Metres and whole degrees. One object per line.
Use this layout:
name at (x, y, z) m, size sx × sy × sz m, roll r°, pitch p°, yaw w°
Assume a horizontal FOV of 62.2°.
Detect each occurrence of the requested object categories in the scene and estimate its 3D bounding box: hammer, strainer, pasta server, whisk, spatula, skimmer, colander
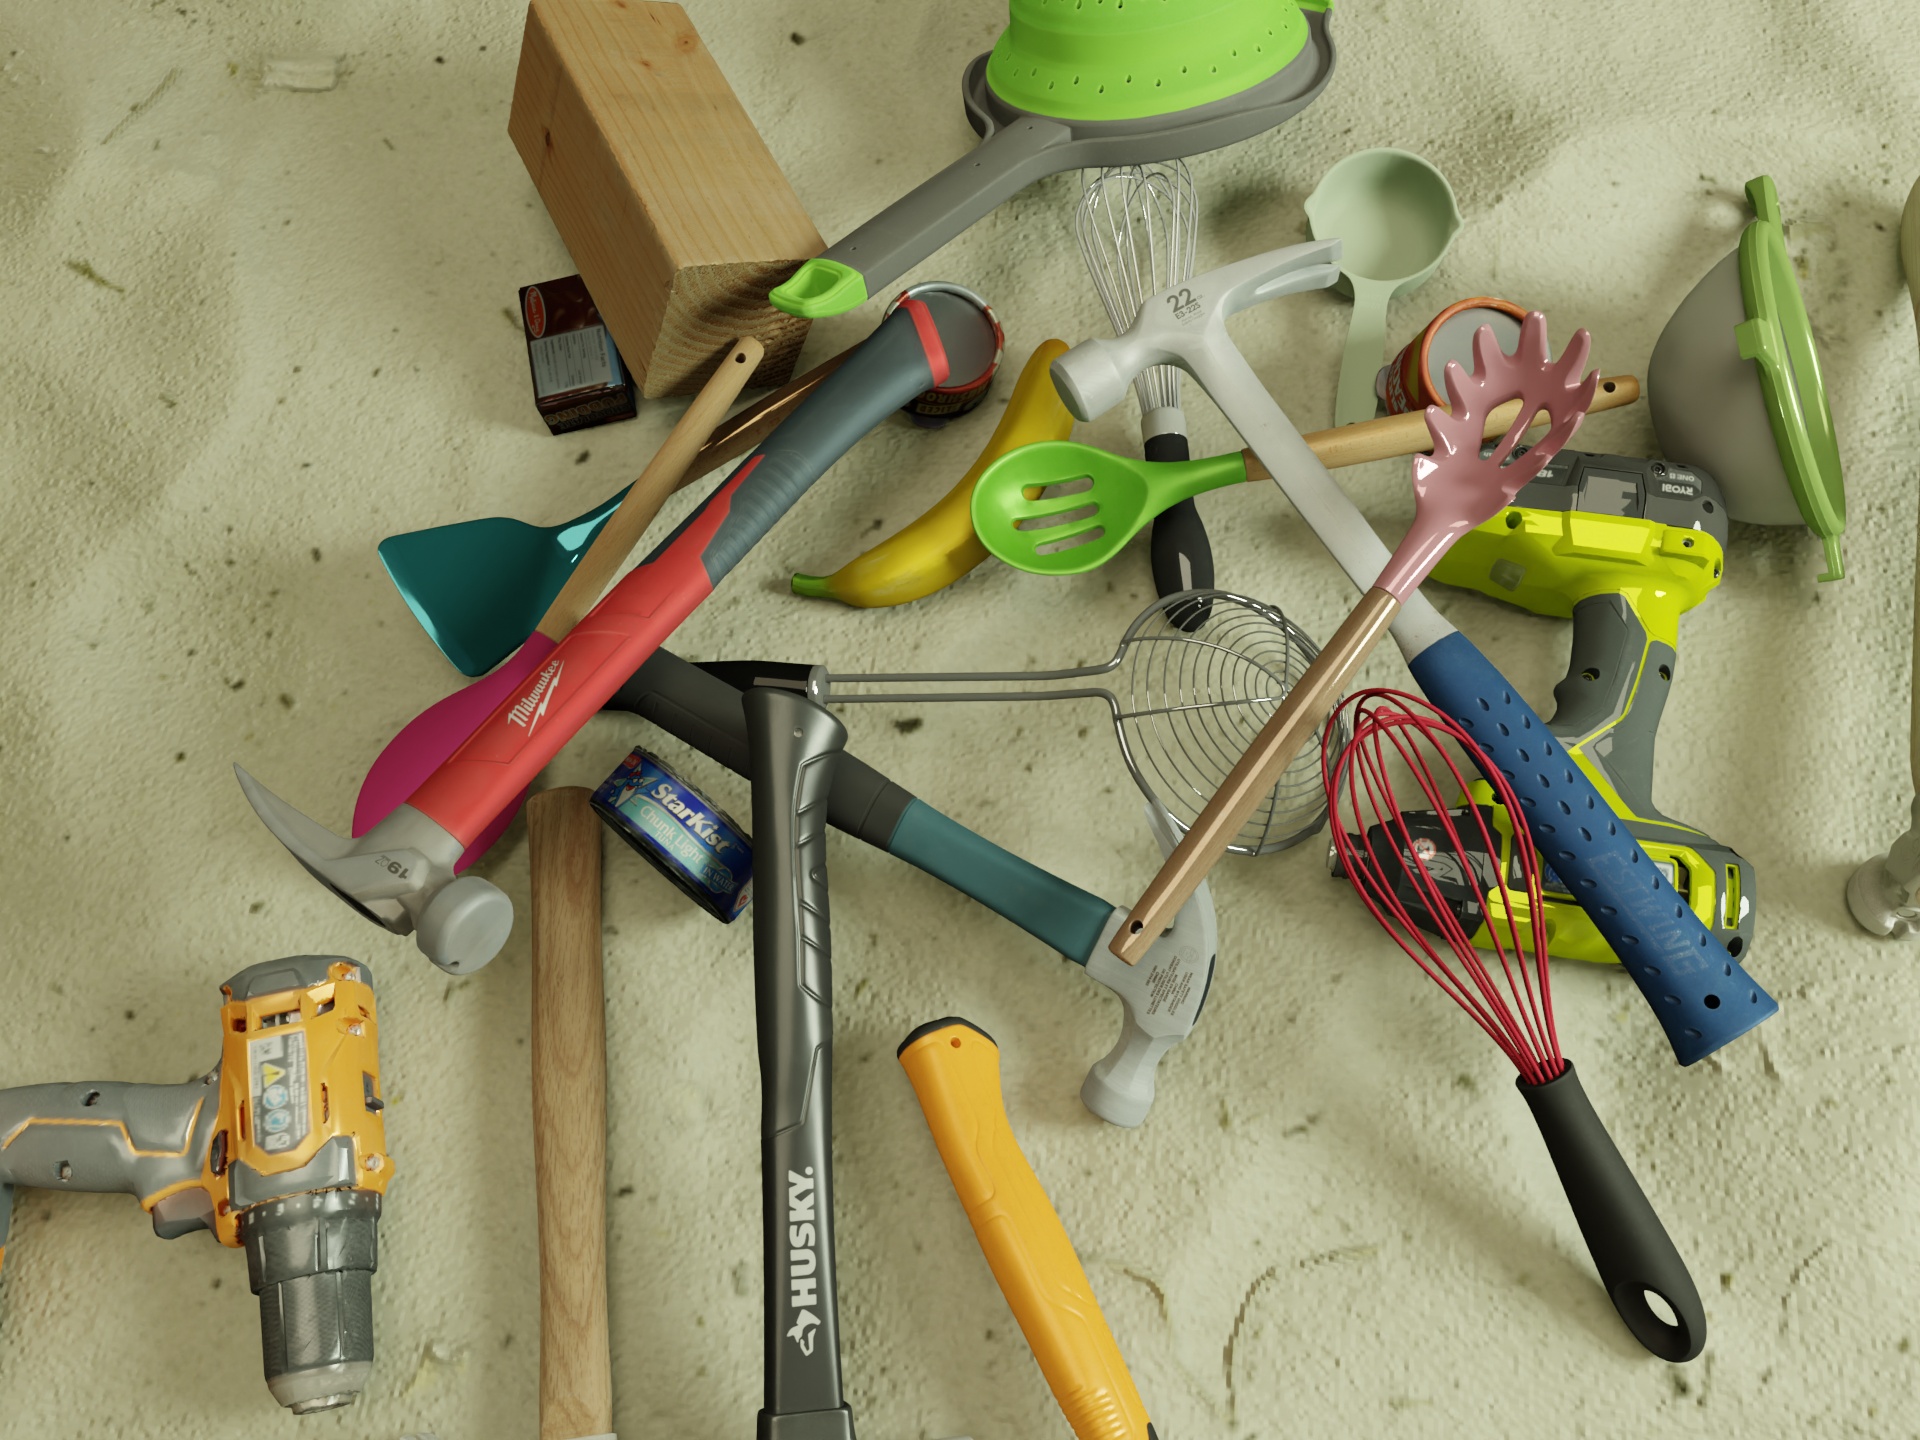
hammer at (-0.071, 0.150, 0.638) m, size 0.146 × 0.035 × 0.335 m, roll 1°, pitch 75°, yaw -17°
hammer at (-0.143, -0.069, 0.722) m, size 0.143 × 0.038 × 0.386 m, roll 28°, pitch 63°, yaw 24°
strainer at (0.379, -0.191, 0.788) m, size 0.069 × 0.151 × 0.257 m, roll -15°, pitch 39°, yaw 33°
pasta server at (0.157, -0.032, 0.647) m, size 0.060 × 0.040 × 0.316 m, roll 34°, pitch 82°, yaw 30°
hammer at (0.201, -0.042, 0.681) m, size 0.144 × 0.035 × 0.406 m, roll -31°, pitch 69°, yaw -1°
whisk at (0.220, 0.121, 0.620) m, size 0.073 × 0.073 × 0.296 m, roll -27°, pitch 93°, yaw -8°
spatula at (-0.138, -0.134, 0.819) m, size 0.317 × 0.044 × 0.082 m, roll -35°, pitch 86°, yaw -13°
hammer at (0.049, 0.268, 0.610) m, size 0.127 × 0.034 × 0.337 m, roll -7°, pitch 56°, yaw -35°
hammer at (-0.170, 0.185, 0.685) m, size 0.130 × 0.031 × 0.332 m, roll -8°, pitch 65°, yaw 0°
skimmer at (-0.001, -0.002, 0.758) m, size 0.363 × 0.090 × 0.127 m, roll 0°, pitch 67°, yaw 16°
whisk at (0.100, -0.177, 0.817) m, size 0.070 × 0.070 × 0.285 m, roll -5°, pitch 71°, yaw 2°
hammer at (0.456, -0.112, 0.723) m, size 0.038 × 0.146 × 0.411 m, roll 12°, pitch 63°, yaw 10°
colander at (0.043, -0.336, 0.812) m, size 0.205 × 0.094 × 0.397 m, roll 27°, pitch 56°, yaw 34°
hammer at (-0.038, 0.041, 0.706) m, size 0.331 × 0.033 × 0.128 m, roll 28°, pitch 100°, yaw 15°

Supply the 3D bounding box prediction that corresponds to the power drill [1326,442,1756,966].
power drill at (0.261, -0.006, 0.715) m, size 0.171 × 0.080 × 0.223 m, roll 8°, pitch 70°, yaw 8°

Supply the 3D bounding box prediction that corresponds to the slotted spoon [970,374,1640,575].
slotted spoon at (0.160, -0.123, 0.752) m, size 0.314 × 0.031 × 0.070 m, roll -11°, pitch 75°, yaw 6°

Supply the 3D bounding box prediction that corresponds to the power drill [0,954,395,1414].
power drill at (-0.353, 0.210, 0.665) m, size 0.226 × 0.084 × 0.185 m, roll -12°, pitch 67°, yaw -6°

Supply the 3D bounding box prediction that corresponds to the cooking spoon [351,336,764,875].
cooking spoon at (-0.185, -0.060, 0.769) m, size 0.069 × 0.017 × 0.319 m, roll 31°, pitch 75°, yaw 0°

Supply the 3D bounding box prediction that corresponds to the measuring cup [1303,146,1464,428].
measuring cup at (0.214, -0.216, 0.840) m, size 0.083 × 0.038 × 0.167 m, roll 9°, pitch 84°, yaw 5°
